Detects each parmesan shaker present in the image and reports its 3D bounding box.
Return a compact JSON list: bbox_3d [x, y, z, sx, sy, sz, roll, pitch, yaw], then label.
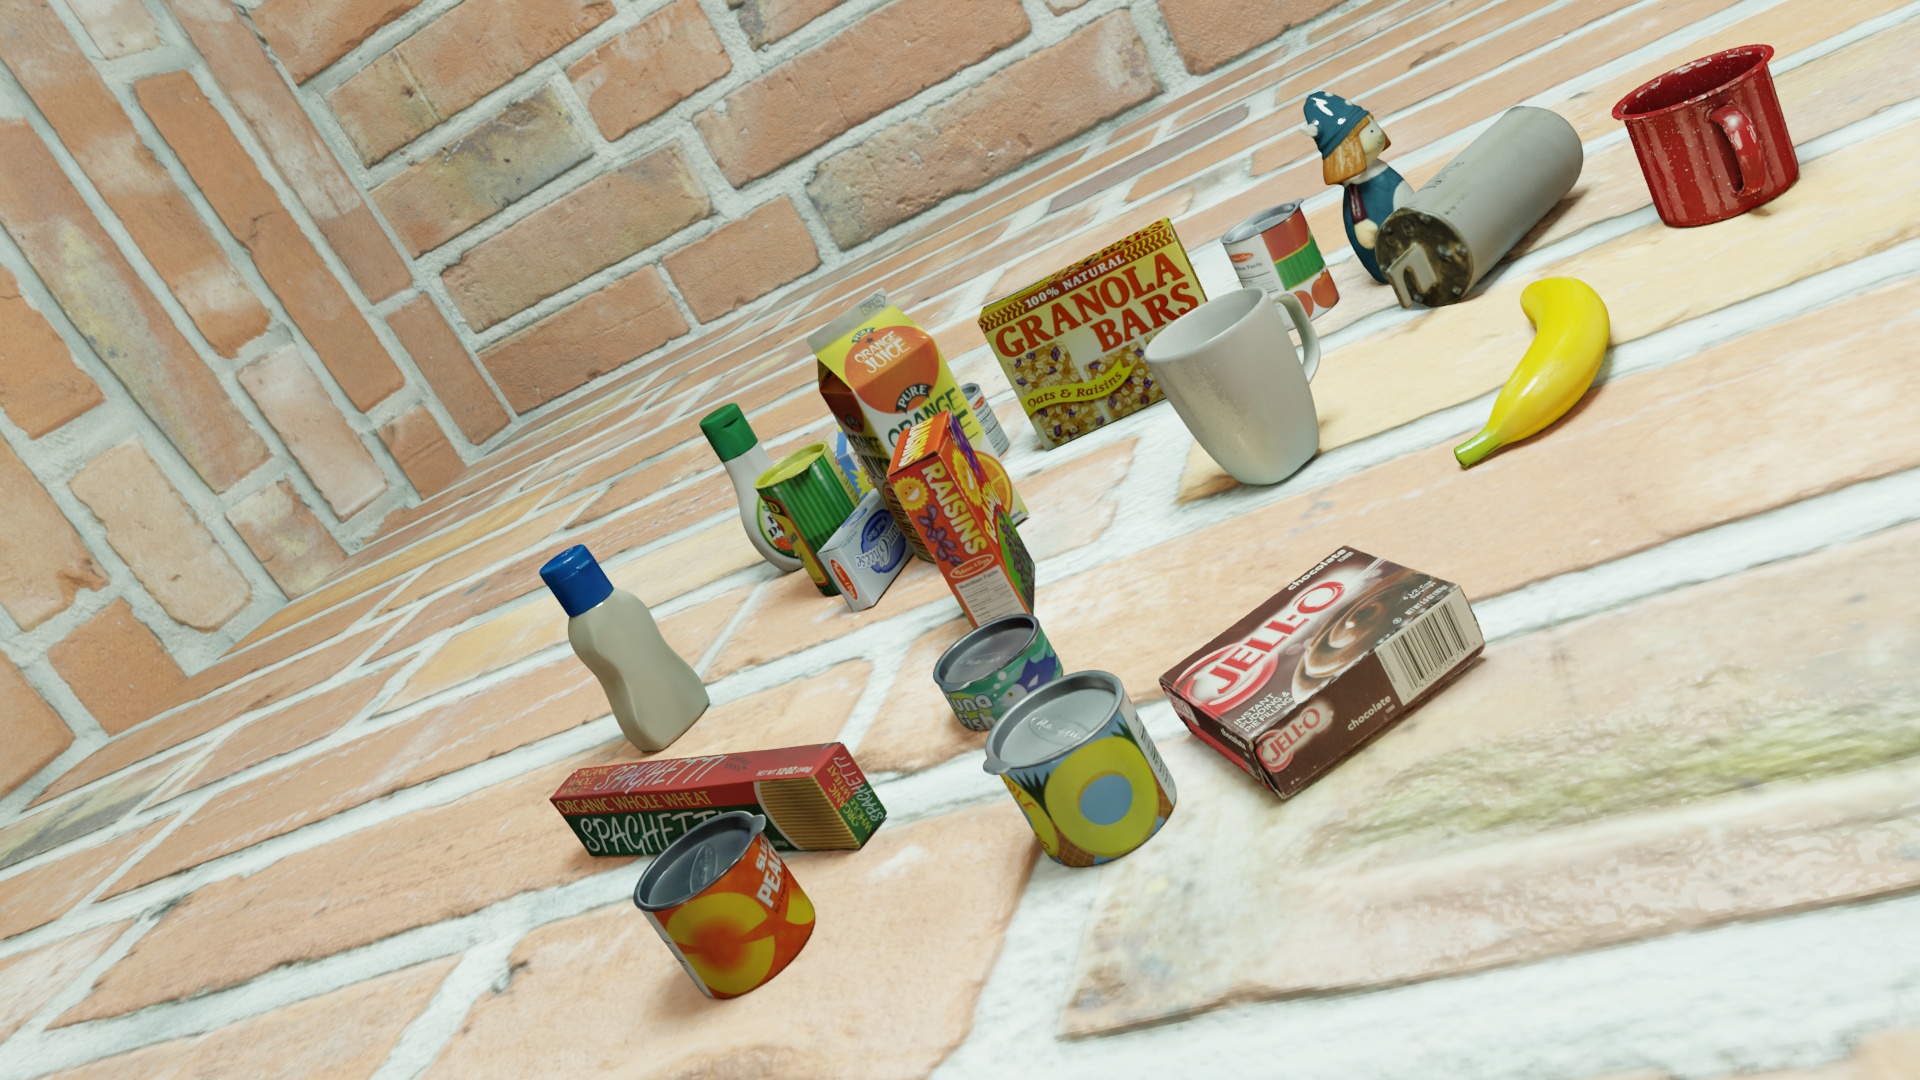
[{"bbox_3d":[-0.105,-0.016,1.072,0.071,0.103,0.071,-27,18,10],"label":"parmesan shaker"}]

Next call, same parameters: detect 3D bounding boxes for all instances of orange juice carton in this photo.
[{"bbox_3d":[-0.036,-0.080,0.996,0.072,0.192,0.073,-36,19,-18],"label":"orange juice carton"}]

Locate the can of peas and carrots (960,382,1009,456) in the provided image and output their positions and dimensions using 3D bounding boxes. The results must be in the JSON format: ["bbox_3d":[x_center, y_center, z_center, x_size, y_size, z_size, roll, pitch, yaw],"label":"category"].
[{"bbox_3d":[-0.001,-0.093,1.193,0.071,0.058,0.071,-27,18,10],"label":"can of peas and carrots"}]

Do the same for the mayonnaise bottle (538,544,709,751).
[{"bbox_3d":[-0.236,0.072,0.963,0.041,0.147,0.065,-13,24,41],"label":"mayonnaise bottle"}]

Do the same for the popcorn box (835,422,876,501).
[{"bbox_3d":[-0.068,-0.057,1.154,0.038,0.085,0.127,-28,18,5],"label":"popcorn box"}]

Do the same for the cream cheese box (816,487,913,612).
[{"bbox_3d":[-0.065,0.004,1.040,0.024,0.053,0.104,-18,21,32],"label":"cream cheese box"}]

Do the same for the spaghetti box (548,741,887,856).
[{"bbox_3d":[-0.145,0.149,0.780,0.249,0.050,0.029,-13,24,41],"label":"spaghetti box"}]

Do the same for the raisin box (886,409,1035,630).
[{"bbox_3d":[0.003,-0.011,0.864,0.040,0.123,0.086,-25,18,14],"label":"raisin box"}]

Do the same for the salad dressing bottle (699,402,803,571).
[{"bbox_3d":[-0.168,-0.045,1.174,0.064,0.147,0.044,-38,19,-23],"label":"salad dressing bottle"}]

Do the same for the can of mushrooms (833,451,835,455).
[{"bbox_3d":[-0.100,-0.069,1.320,0.071,0.033,0.071,-26,18,10],"label":"can of mushrooms"}]

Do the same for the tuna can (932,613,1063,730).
[{"bbox_3d":[0.020,0.073,0.760,0.071,0.032,0.071,-26,18,10],"label":"tuna can"}]

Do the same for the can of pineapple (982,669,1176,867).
[{"bbox_3d":[0.051,0.099,0.603,0.071,0.057,0.071,-27,18,10],"label":"can of pineapple"}]

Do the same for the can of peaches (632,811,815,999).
[{"bbox_3d":[-0.108,0.170,0.654,0.071,0.058,0.071,-27,18,10],"label":"can of peaches"}]

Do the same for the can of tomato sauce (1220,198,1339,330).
[{"bbox_3d":[0.254,-0.216,1.097,0.071,0.083,0.071,-27,18,10],"label":"can of tomato sauce"}]

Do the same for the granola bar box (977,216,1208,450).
[{"bbox_3d":[0.115,-0.161,1.094,0.165,0.124,0.039,-24,19,18],"label":"granola bar box"}]
